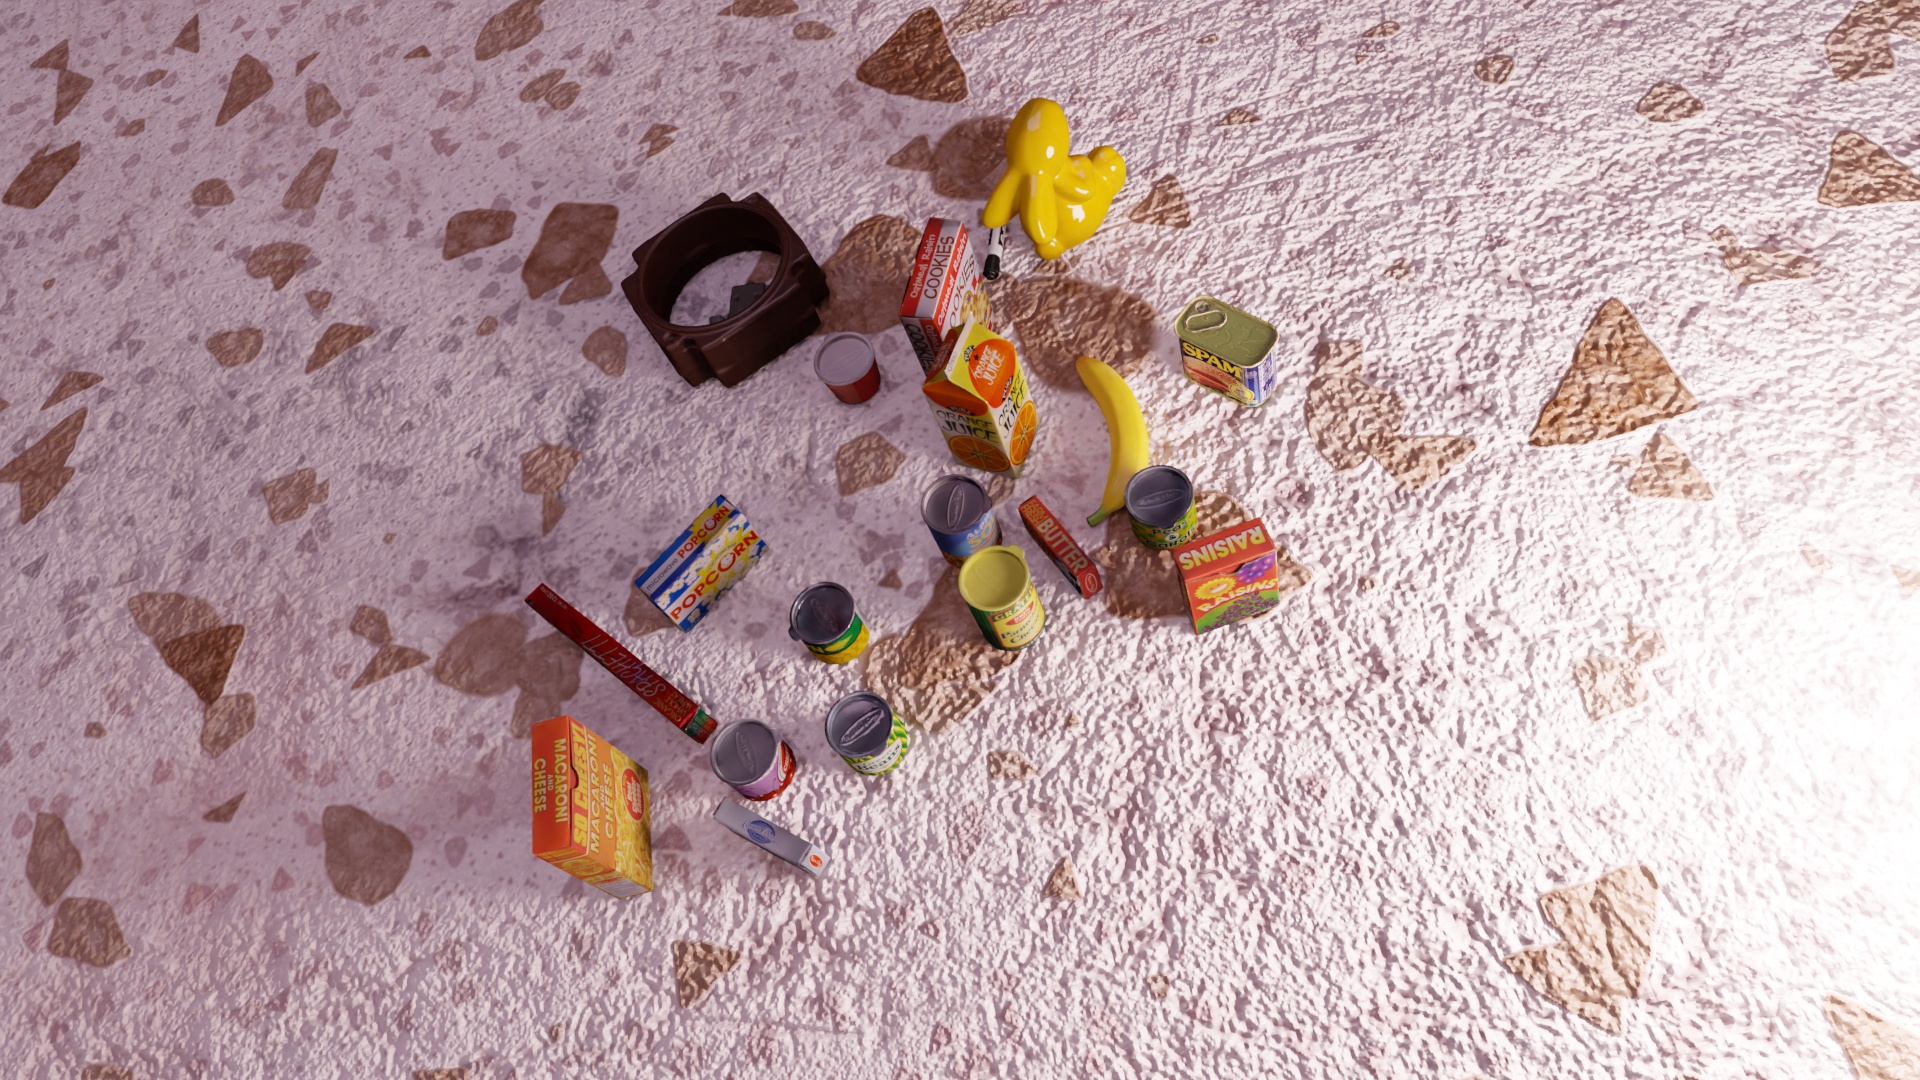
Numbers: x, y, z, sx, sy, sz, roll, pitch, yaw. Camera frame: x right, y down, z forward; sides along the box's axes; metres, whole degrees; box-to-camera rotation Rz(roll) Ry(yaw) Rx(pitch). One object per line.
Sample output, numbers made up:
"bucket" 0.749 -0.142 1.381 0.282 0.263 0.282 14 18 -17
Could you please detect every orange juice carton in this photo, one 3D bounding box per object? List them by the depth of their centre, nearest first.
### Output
"orange juice carton" 0.019 -0.143 1.373 0.073 0.192 0.072 15 68 21

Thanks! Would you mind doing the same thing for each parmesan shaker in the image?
"parmesan shaker" 0.043 0.055 1.314 0.071 0.102 0.071 -6 62 11

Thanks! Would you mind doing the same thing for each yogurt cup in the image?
"yogurt cup" -0.120 -0.184 1.510 0.072 0.053 0.073 -6 62 11

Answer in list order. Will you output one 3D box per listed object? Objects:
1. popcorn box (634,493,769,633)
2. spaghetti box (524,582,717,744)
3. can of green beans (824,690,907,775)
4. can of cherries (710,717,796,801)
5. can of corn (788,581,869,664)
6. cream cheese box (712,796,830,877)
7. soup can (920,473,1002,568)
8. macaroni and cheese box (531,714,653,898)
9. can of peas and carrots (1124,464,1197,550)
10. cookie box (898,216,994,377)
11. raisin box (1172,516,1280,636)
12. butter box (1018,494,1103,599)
"popcorn box" -0.263 0.025 1.418 0.038 0.085 0.127 37 77 27
"spaghetti box" -0.345 0.123 1.407 0.250 0.050 0.029 32 75 26
"can of green beans" -0.088 0.182 1.306 0.071 0.057 0.071 -6 62 11
"can of cherries" -0.194 0.208 1.319 0.071 0.058 0.072 -6 62 11
"can of corn" -0.130 0.084 1.369 0.071 0.058 0.071 -6 62 11
"cream cheese box" -0.175 0.275 1.282 0.104 0.053 0.024 22 71 24
"soup can" 0.005 -0.017 1.373 0.071 0.083 0.071 -6 62 11
"macaroni and cheese box" -0.335 0.246 1.273 0.040 0.166 0.124 -14 61 7
"can of peas and carrots" 0.196 -0.029 1.345 0.071 0.058 0.071 -6 62 11
"cookie box" -0.012 -0.234 1.443 0.040 0.167 0.123 6 65 17
"raisin box" 0.242 0.035 1.262 0.086 0.123 0.040 -20 60 4
"butter box" 0.097 0.007 1.355 0.024 0.053 0.104 -36 60 -5
